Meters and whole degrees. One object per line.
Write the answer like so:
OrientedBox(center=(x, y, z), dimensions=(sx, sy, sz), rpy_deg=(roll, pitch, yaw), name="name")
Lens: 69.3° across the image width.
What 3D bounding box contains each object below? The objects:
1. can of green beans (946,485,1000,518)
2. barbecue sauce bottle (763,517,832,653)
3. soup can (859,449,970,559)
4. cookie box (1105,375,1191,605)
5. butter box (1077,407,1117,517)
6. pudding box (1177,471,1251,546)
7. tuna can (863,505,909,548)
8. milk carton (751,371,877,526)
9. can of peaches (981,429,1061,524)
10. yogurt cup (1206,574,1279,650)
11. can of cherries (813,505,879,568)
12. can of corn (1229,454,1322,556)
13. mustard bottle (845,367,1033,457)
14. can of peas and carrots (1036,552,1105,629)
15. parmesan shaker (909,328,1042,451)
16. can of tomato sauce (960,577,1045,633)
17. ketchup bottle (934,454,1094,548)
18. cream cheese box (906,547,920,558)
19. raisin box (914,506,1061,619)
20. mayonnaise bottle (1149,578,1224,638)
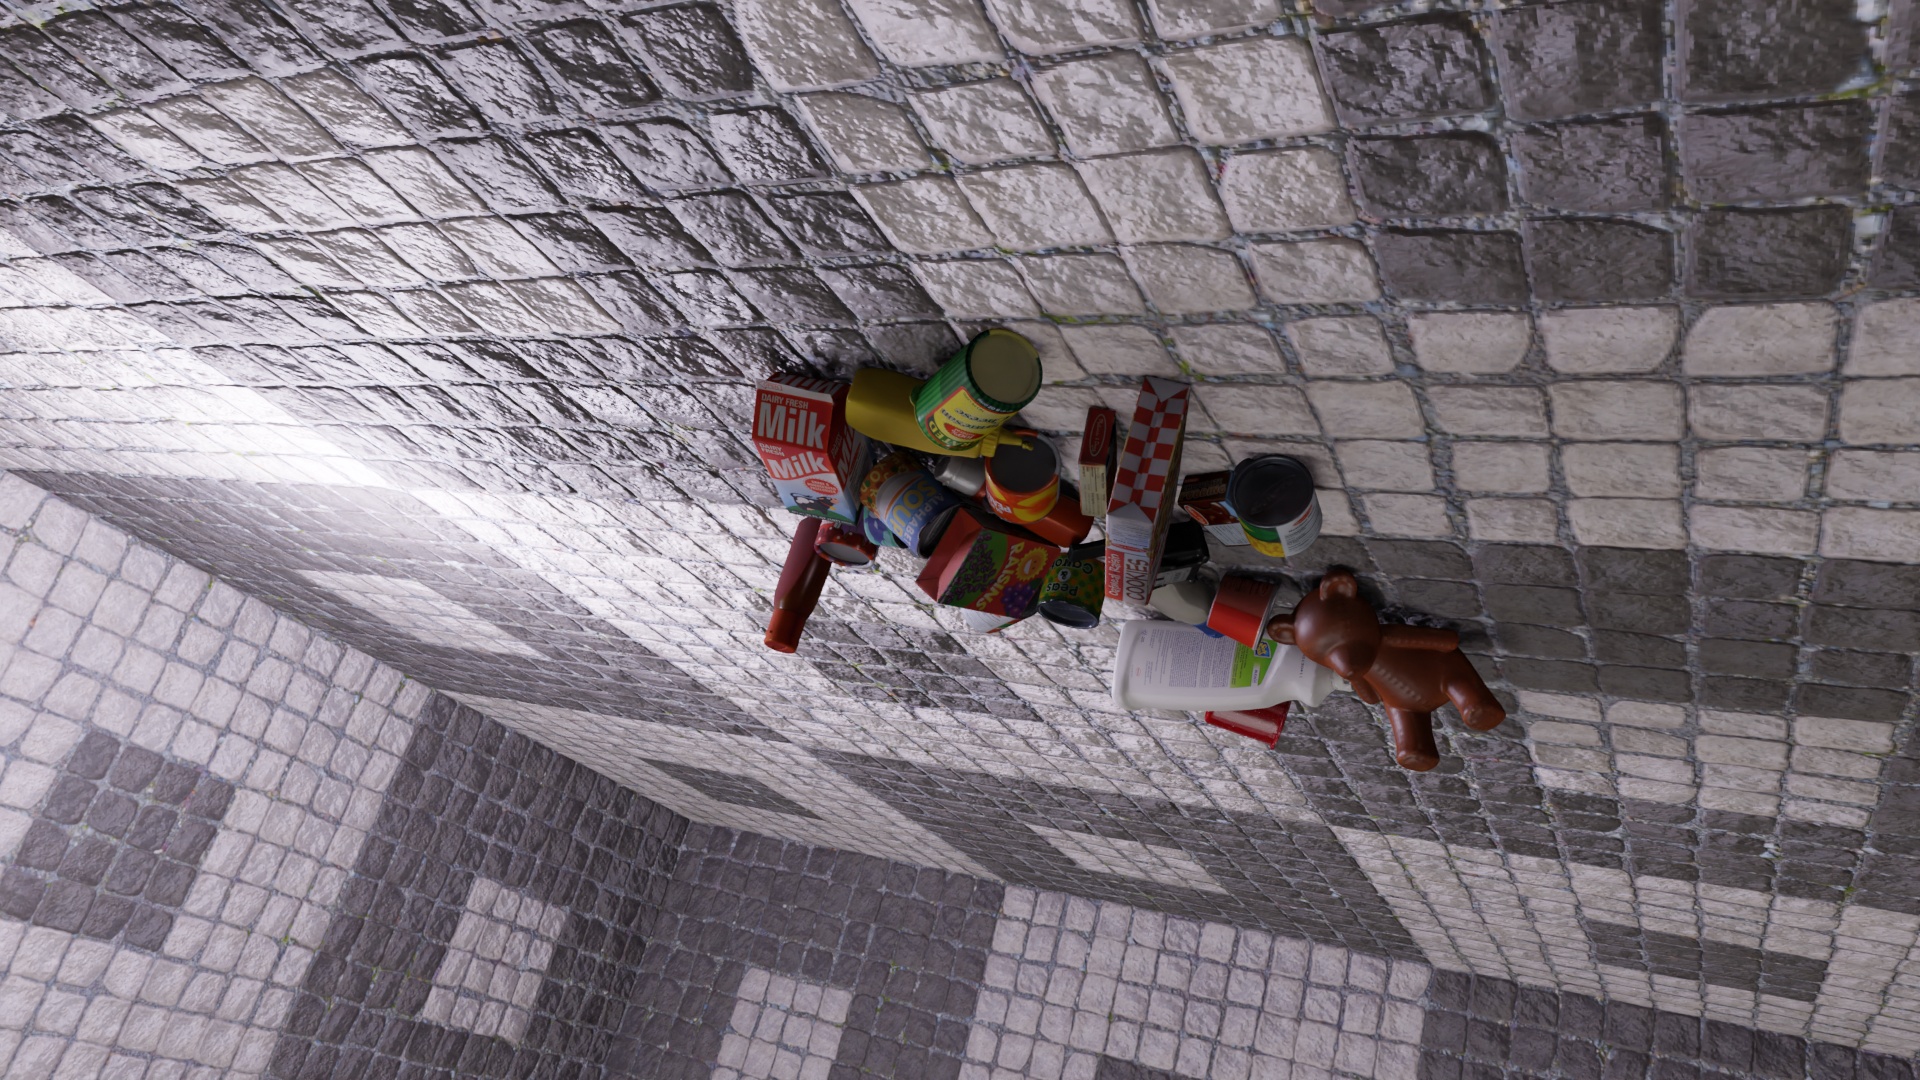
OrientedBox(center=(0.004, -0.018, 1.342), dimensions=(0.071, 0.058, 0.071), rpy_deg=(14, 158, 6), name="can of green beans")
OrientedBox(center=(-0.173, 0.048, 1.504), dimensions=(0.043, 0.149, 0.064), rpy_deg=(31, 154, -30), name="barbecue sauce bottle")
OrientedBox(center=(-0.044, -0.034, 1.281), dimensions=(0.084, 0.071, 0.071), rpy_deg=(42, 167, 23), name="soup can")
OrientedBox(center=(0.149, -0.035, 1.110), dimensions=(0.040, 0.123, 0.166), rpy_deg=(13, 158, 11), name="cookie box")
OrientedBox(center=(0.115, -0.064, 1.161), dimensions=(0.024, 0.053, 0.103), rpy_deg=(9, 158, 11), name="butter box")
OrientedBox(center=(0.232, -0.026, 1.199), dimensions=(0.049, 0.030, 0.083), rpy_deg=(-5, 150, 44), name="pudding box")
OrientedBox(center=(-0.065, -0.024, 1.362), dimensions=(0.033, 0.071, 0.071), rpy_deg=(7, 156, 25), name="tuna can")
OrientedBox(center=(-0.131, -0.089, 1.246), dimensions=(0.072, 0.074, 0.189), rpy_deg=(12, 157, 11), name="milk carton")
OrientedBox(center=(0.052, -0.054, 1.205), dimensions=(0.071, 0.071, 0.058), rpy_deg=(14, 157, 7), name="can of peaches")
OrientedBox(center=(0.273, 0.066, 1.349), dimensions=(0.054, 0.072, 0.072), rpy_deg=(20, 159, 14), name="yogurt cup")
OrientedBox(center=(-0.116, -0.011, 1.444), dimensions=(0.071, 0.058, 0.071), rpy_deg=(14, 158, 6), name="can of cherries")
OrientedBox(center=(0.256, -0.029, 1.130), dimensions=(0.071, 0.071, 0.058), rpy_deg=(5, 156, 25), name="can of corn")
OrientedBox(center=(-0.015, -0.101, 1.169), dimensions=(0.160, 0.049, 0.065), rpy_deg=(15, 158, 1), name="mustard bottle")
OrientedBox(center=(0.116, 0.051, 1.426), dimensions=(0.071, 0.059, 0.070), rpy_deg=(14, 157, 6), name="can of peas and carrots")
OrientedBox(center=(0.011, -0.118, 1.086), dimensions=(0.071, 0.071, 0.102), rpy_deg=(23, 157, -16), name="parmesan shaker")
OrientedBox(center=(0.046, 0.059, 1.491), dimensions=(0.071, 0.071, 0.083), rpy_deg=(23, 158, -15), name="can of tomato sauce")
OrientedBox(center=(0.047, -0.041, 1.274), dimensions=(0.149, 0.043, 0.064), rpy_deg=(25, 167, -20), name="ketchup bottle")
OrientedBox(center=(-0.016, -0.001, 1.442), dimensions=(0.104, 0.024, 0.053), rpy_deg=(2, 154, 32), name="cream cheese box")
OrientedBox(center=(0.027, 0.023, 1.296), dimensions=(0.123, 0.086, 0.040), rpy_deg=(15, -160, -49), name="raisin box")
OrientedBox(center=(0.217, 0.053, 1.386), dimensions=(0.148, 0.041, 0.064), rpy_deg=(32, 155, -36), name="mayonnaise bottle")
